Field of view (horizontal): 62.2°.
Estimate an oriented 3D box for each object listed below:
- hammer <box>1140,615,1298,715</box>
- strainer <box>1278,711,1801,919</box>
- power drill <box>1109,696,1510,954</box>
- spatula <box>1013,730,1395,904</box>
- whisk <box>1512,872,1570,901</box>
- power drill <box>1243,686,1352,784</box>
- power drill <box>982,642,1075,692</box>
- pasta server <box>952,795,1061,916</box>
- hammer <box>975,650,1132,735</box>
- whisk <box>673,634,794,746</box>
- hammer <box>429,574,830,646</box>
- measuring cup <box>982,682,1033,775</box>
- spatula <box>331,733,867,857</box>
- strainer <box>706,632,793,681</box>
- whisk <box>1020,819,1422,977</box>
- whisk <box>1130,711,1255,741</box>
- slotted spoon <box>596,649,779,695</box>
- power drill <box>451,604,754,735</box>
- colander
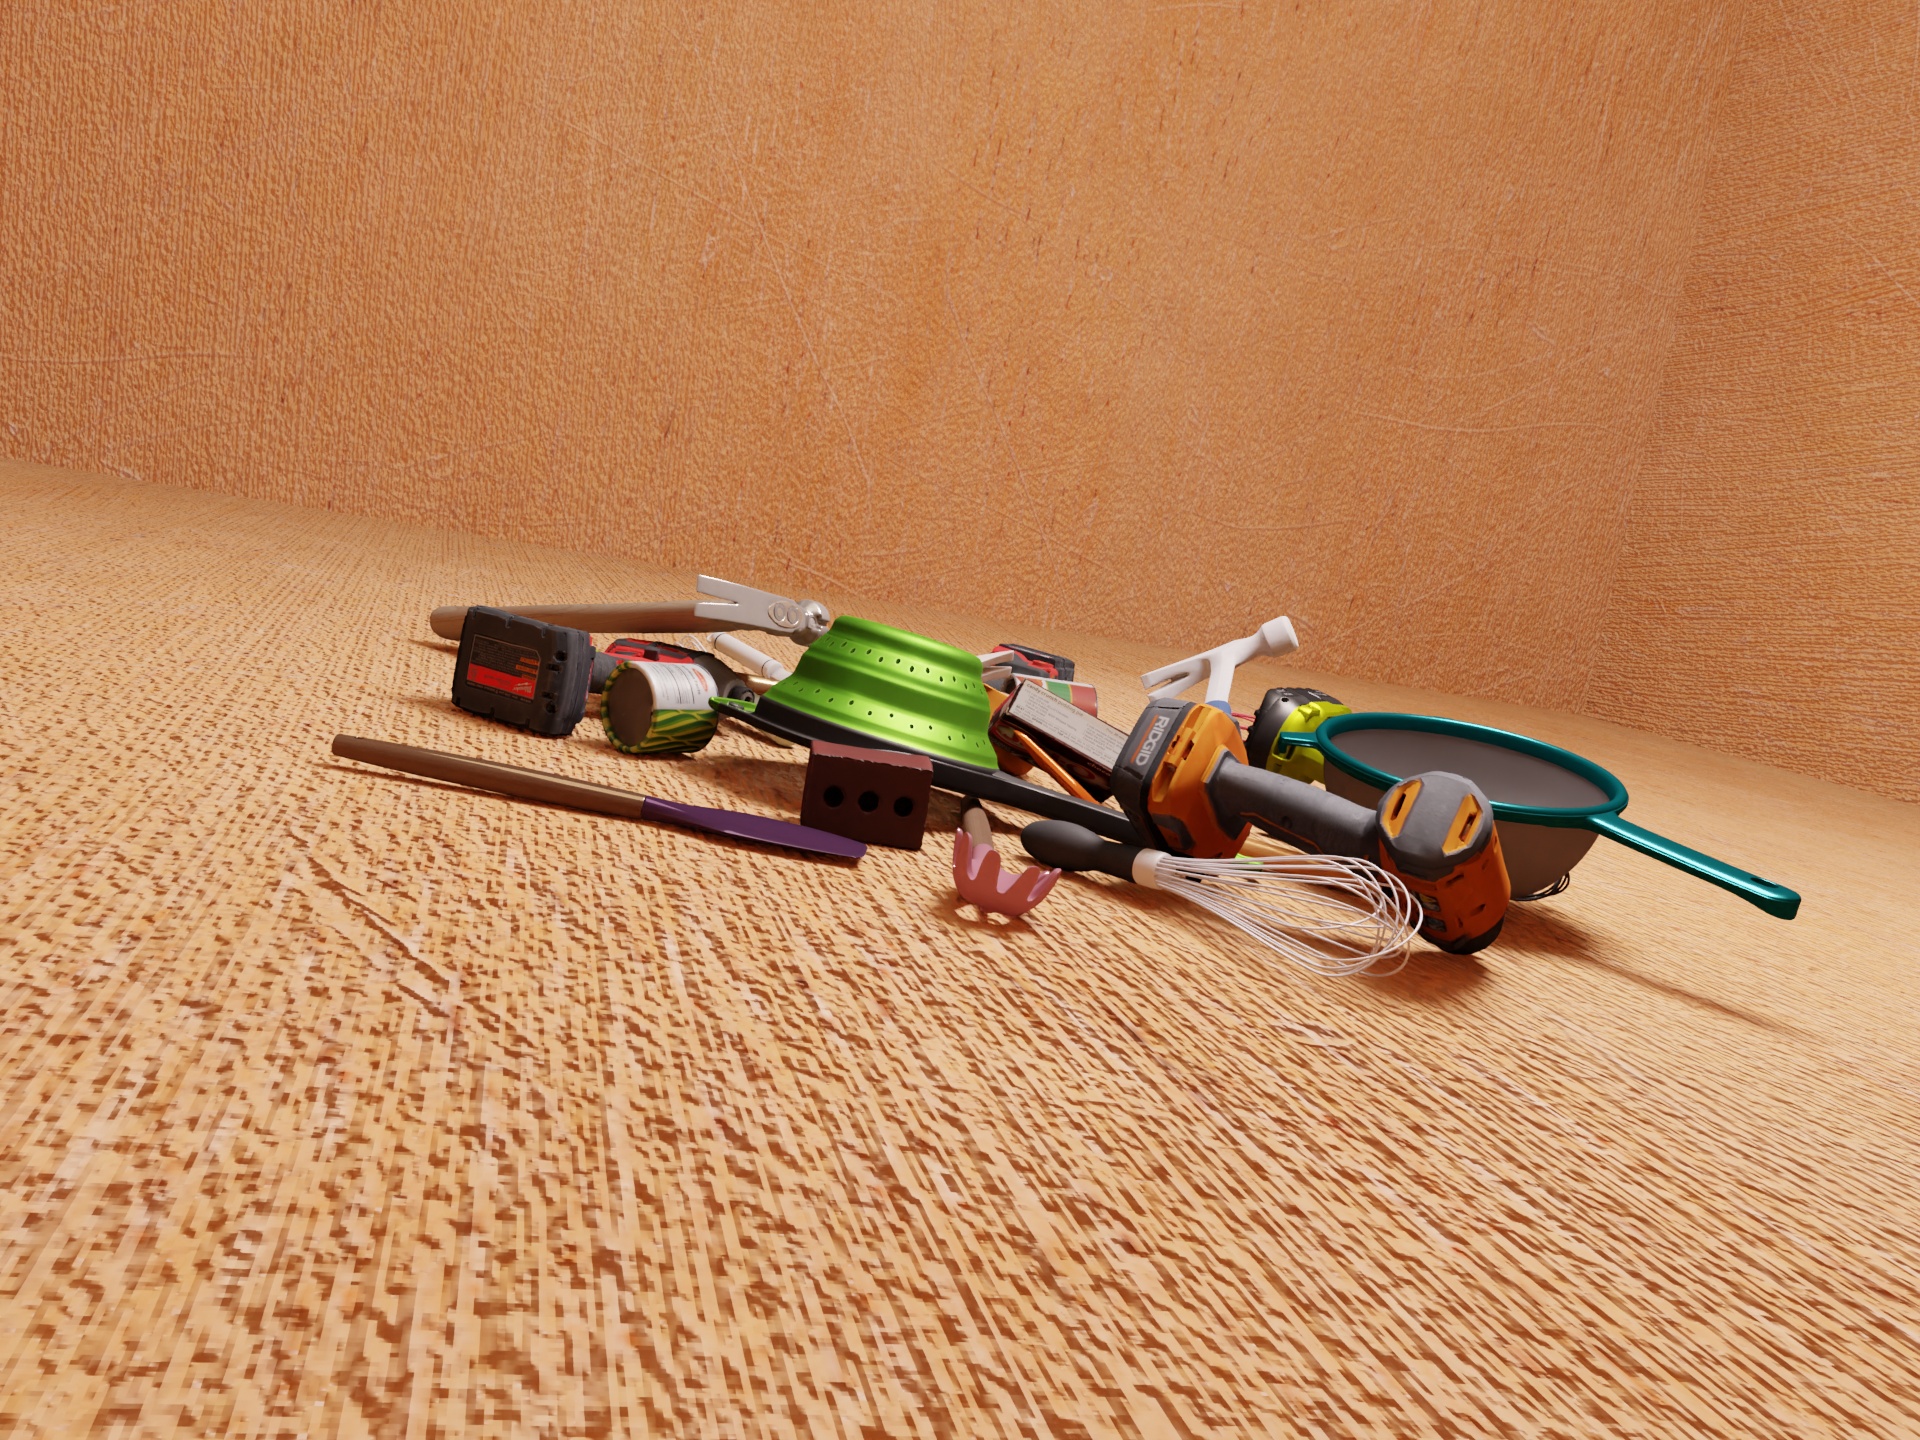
[{"bbox_3d":[0.201,-0.007,1.289,0.144,0.035,0.405,-22,9,17],"label":"hammer"},{"bbox_3d":[0.383,0.088,1.063,0.211,0.095,0.341,-5,21,-37],"label":"strainer"},{"bbox_3d":[0.218,0.073,0.962,0.227,0.084,0.164,17,-23,34],"label":"power drill"},{"bbox_3d":[0.181,0.076,1.143,0.323,0.041,0.081,16,-16,25],"label":"spatula"},{"bbox_3d":[0.342,0.095,1.217,0.239,0.055,0.055,9,6,29],"label":"whisk"},{"bbox_3d":[0.370,0.053,1.352,0.229,0.080,0.190,30,18,32],"label":"power drill"},{"bbox_3d":[-0.017,-0.044,1.644,0.226,0.080,0.188,4,10,-35],"label":"power drill"},{"bbox_3d":[0.015,0.071,0.977,0.060,0.040,0.316,22,5,-4],"label":"pasta server"},{"bbox_3d":[0.132,0.015,1.441,0.331,0.031,0.130,17,41,5],"label":"hammer"},{"bbox_3d":[-0.199,-0.023,1.362,0.059,0.058,0.247,15,8,-37],"label":"whisk"},{"bbox_3d":[-0.316,-0.089,1.357,0.411,0.038,0.146,1,-5,33],"label":"hammer"},{"bbox_3d":[-0.002,-0.004,1.348,0.174,0.052,0.095,23,-9,36],"label":"measuring cup"},{"bbox_3d":[-0.210,0.045,0.930,0.316,0.018,0.060,11,6,-1],"label":"spatula"},{"bbox_3d":[-0.168,-0.043,1.475,0.087,0.050,0.259,-41,39,-18],"label":"strainer"},{"bbox_3d":[0.136,0.093,0.922,0.070,0.070,0.285,3,5,-43],"label":"whisk"},{"bbox_3d":[0.165,0.018,1.505,0.296,0.073,0.073,5,8,-4],"label":"whisk"},{"bbox_3d":[-0.234,-0.040,1.514,0.313,0.031,0.070,10,8,-17],"label":"slotted spoon"},{"bbox_3d":[-0.269,-0.033,1.234,0.143,0.078,0.219,14,5,30],"label":"power drill"},{"bbox_3d":[0.028,0.008,1.108,0.397,0.094,0.204,18,1,11],"label":"colander"}]
